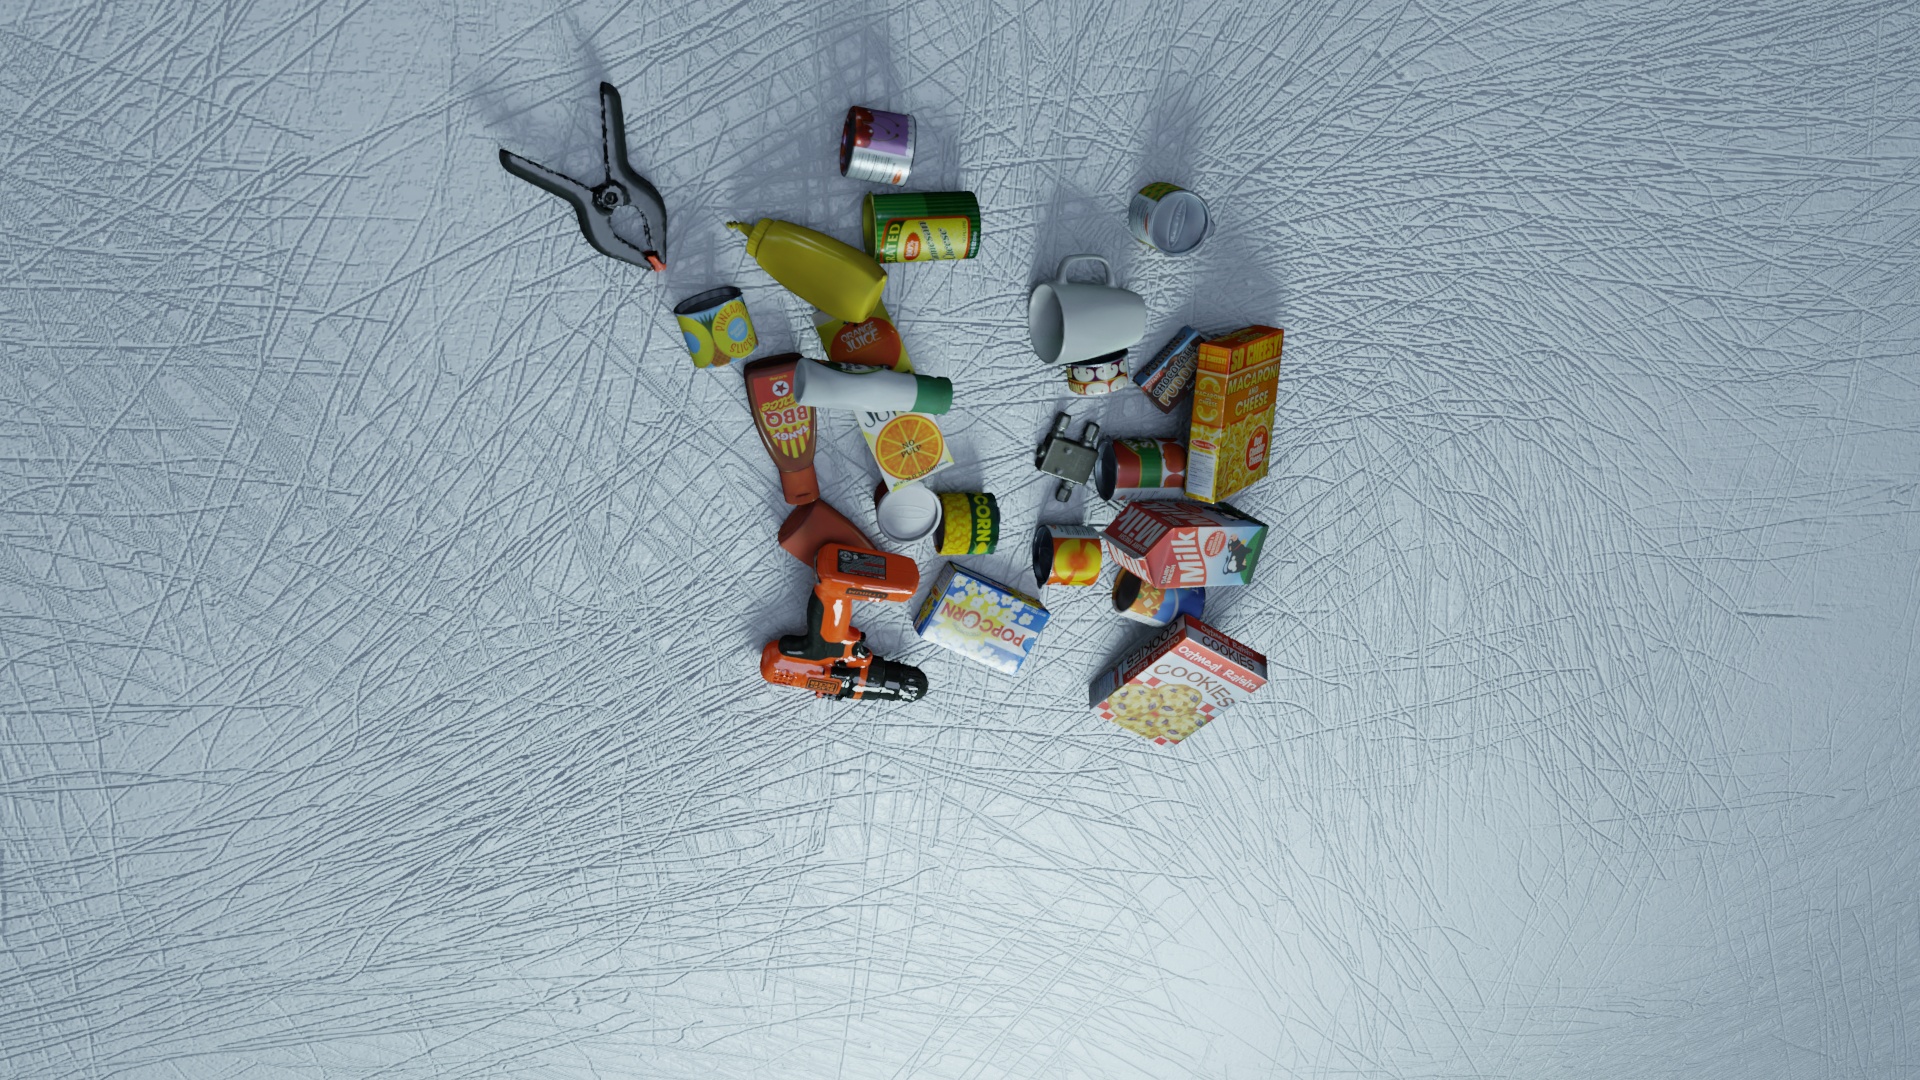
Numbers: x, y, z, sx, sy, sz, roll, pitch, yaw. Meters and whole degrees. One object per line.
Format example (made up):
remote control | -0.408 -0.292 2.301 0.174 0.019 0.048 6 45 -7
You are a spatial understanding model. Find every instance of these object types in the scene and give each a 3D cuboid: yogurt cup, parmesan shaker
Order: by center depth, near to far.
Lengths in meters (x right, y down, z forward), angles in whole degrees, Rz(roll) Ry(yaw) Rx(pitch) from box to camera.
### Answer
parmesan shaker | -0.037 -0.302 1.327 0.103 0.071 0.071 -6 113 -13
yogurt cup | -0.058 -0.036 1.439 0.072 0.054 0.072 -6 113 -13

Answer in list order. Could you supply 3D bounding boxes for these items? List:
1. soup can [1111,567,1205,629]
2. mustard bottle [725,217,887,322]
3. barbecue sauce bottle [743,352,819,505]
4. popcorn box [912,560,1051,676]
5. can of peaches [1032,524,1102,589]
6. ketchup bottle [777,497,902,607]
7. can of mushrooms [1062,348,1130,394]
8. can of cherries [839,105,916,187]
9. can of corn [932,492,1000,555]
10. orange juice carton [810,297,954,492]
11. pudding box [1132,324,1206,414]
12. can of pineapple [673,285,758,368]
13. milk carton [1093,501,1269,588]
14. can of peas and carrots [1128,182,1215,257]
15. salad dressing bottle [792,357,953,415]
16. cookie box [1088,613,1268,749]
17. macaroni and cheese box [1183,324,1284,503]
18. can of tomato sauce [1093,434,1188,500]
soup can | 0.222 0.061 1.551 0.084 0.071 0.071 19 106 -22
mustard bottle | -0.149 -0.265 1.305 0.160 0.049 0.065 30 118 5
barbecue sauce bottle | -0.171 -0.109 1.383 0.065 0.044 0.148 -14 115 -11
popcorn box | 0.023 0.086 1.521 0.126 0.038 0.085 24 102 -23
can of peaches | 0.115 0.019 1.503 0.058 0.071 0.071 1 112 -17
ketchup bottle | -0.116 0.018 1.451 0.148 0.044 0.064 37 104 -25
can of mushrooms | 0.139 -0.176 1.430 0.071 0.071 0.033 -15 116 -9
can of cherries | -0.077 -0.369 1.293 0.058 0.072 0.071 5 110 -17
can of corn | 0.005 -0.018 1.455 0.058 0.071 0.071 -1 112 -14
orange juice carton | -0.079 -0.152 1.375 0.072 0.073 0.192 -25 115 -3
pudding box | 0.229 -0.181 1.473 0.083 0.030 0.049 -44 115 5
can of pineapple | -0.229 -0.201 1.315 0.071 0.071 0.057 -20 117 -7
milk carton | 0.235 0.004 1.496 0.191 0.072 0.073 0 114 -36
can of peas and carrots | 0.212 -0.323 1.394 0.071 0.059 0.070 -6 114 -14
salad dressing bottle | -0.081 -0.143 1.306 0.148 0.064 0.044 3 101 -24
cookie box | 0.246 0.162 1.575 0.123 0.040 0.166 28 130 -23
macaroni and cheese box | 0.289 -0.136 1.469 0.124 0.040 0.165 -23 123 -47
can of tomato sauce | 0.193 -0.079 1.486 0.083 0.071 0.071 -2 112 -16
